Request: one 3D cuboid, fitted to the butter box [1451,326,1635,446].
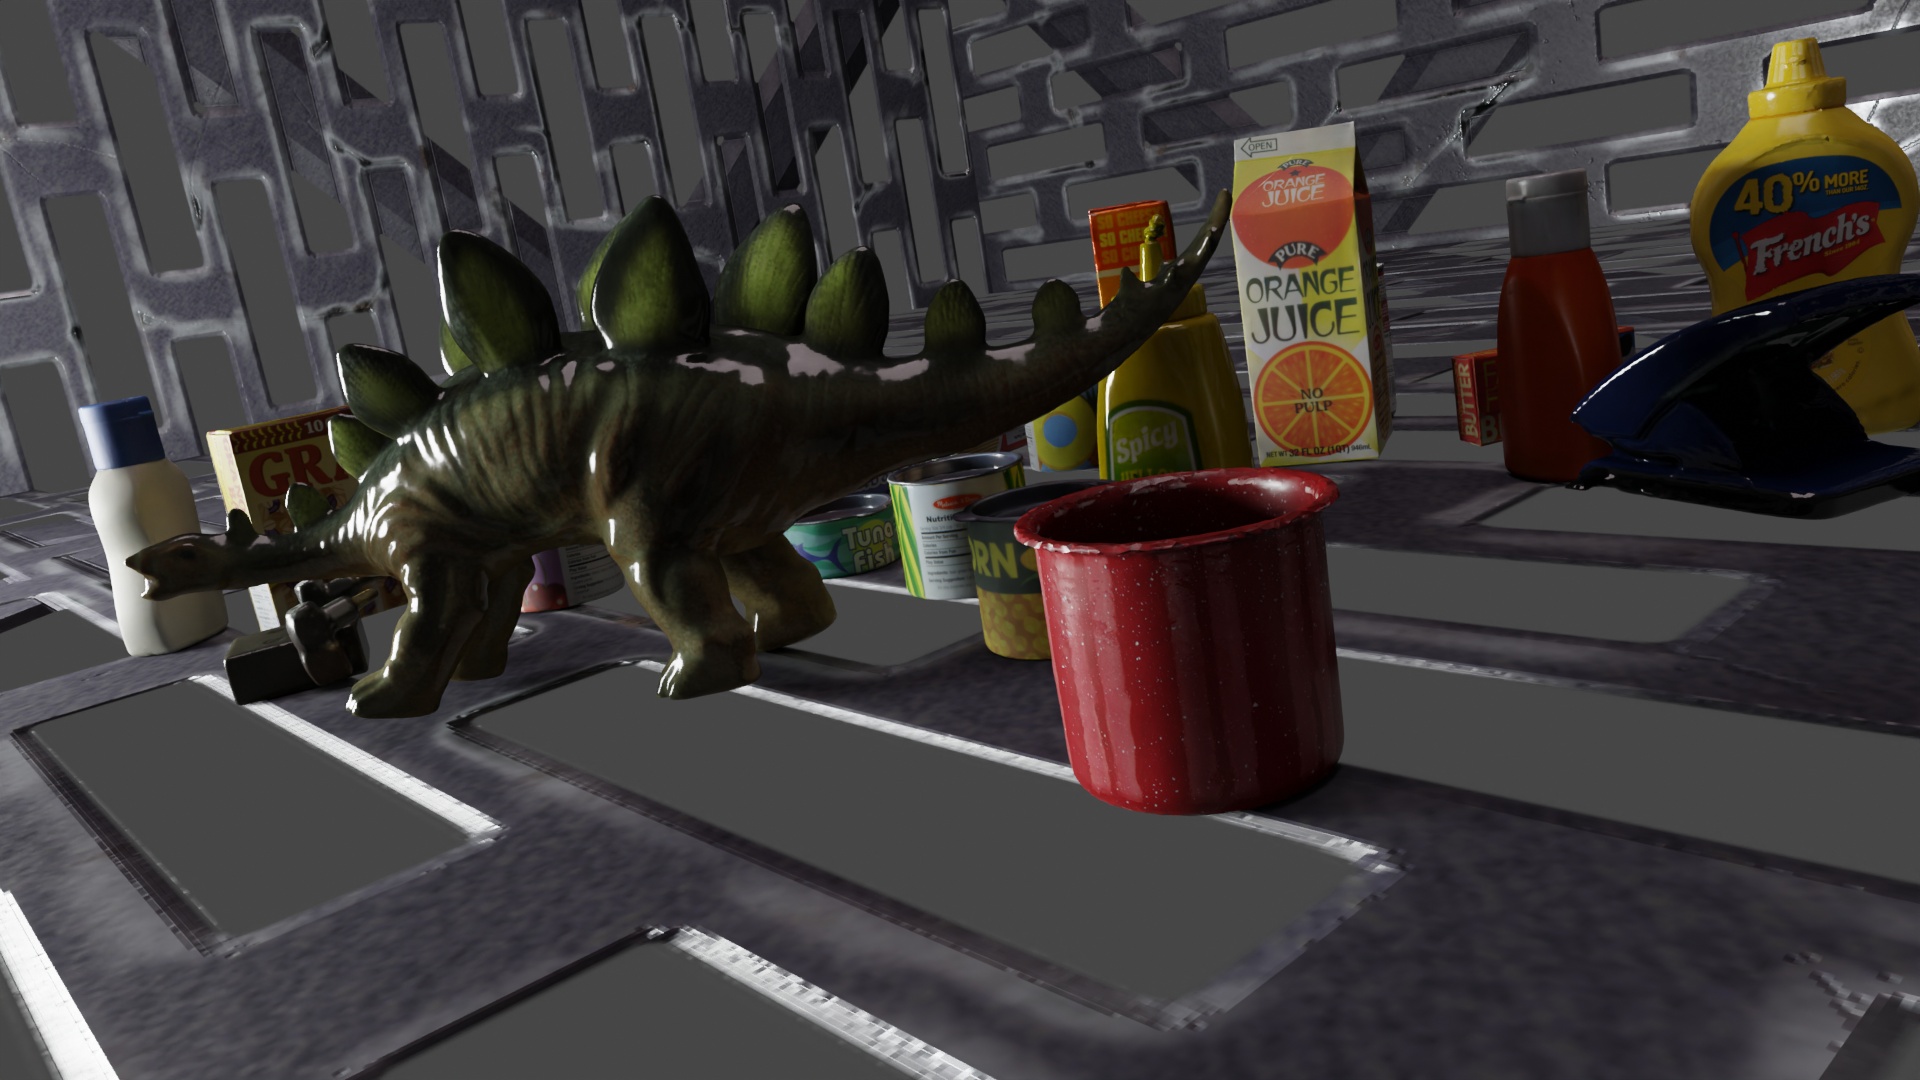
[{"bbox_3d":[0.339,-0.090,0.803,0.103,0.053,0.024,-11,12,-7],"label":"butter box"}]

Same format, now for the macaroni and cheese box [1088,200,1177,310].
[{"bbox_3d":[0.096,-0.086,0.701,0.040,0.166,0.124,-8,12,8],"label":"macaroni and cheese box"}]

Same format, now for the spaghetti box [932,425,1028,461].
[{"bbox_3d":[0.060,-0.106,1.084,0.028,0.050,0.251,0,15,38],"label":"spaghetti box"}]

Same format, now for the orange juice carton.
[{"bbox_3d":[0.209,-0.146,0.827,0.072,0.192,0.073,-4,13,24],"label":"orange juice carton"}]

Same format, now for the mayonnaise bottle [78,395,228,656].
[{"bbox_3d":[-0.480,-0.010,0.821,0.041,0.147,0.065,-8,12,7],"label":"mayonnaise bottle"}]

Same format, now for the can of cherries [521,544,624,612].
[{"bbox_3d":[-0.229,0.004,0.783,0.071,0.058,0.071,-9,12,2],"label":"can of cherries"}]

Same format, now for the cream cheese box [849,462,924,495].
[{"bbox_3d":[-0.073,-0.038,0.869,0.104,0.053,0.024,-9,12,0],"label":"cream cheese box"}]

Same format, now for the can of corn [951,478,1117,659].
[{"bbox_3d":[0.036,0.011,0.560,0.071,0.058,0.071,-9,12,2],"label":"can of corn"}]

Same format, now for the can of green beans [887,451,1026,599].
[{"bbox_3d":[0.002,-0.008,0.670,0.071,0.057,0.071,-9,12,2],"label":"can of green beans"}]

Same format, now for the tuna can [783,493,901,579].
[{"bbox_3d":[-0.064,-0.003,0.753,0.071,0.032,0.071,-9,12,2],"label":"tuna can"}]

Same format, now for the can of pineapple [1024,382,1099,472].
[{"bbox_3d":[0.078,-0.081,0.944,0.071,0.057,0.071,-9,12,2],"label":"can of pineapple"}]

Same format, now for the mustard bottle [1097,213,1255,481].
[{"bbox_3d":[0.087,-0.056,0.588,0.065,0.159,0.049,-1,14,34],"label":"mustard bottle"}]

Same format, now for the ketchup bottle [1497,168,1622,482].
[{"bbox_3d":[0.292,-0.105,0.683,0.043,0.148,0.065,-13,13,-18],"label":"ketchup bottle"}]

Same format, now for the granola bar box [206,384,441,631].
[{"bbox_3d":[-0.350,-0.023,0.841,0.039,0.124,0.166,2,16,42],"label":"granola bar box"}]
